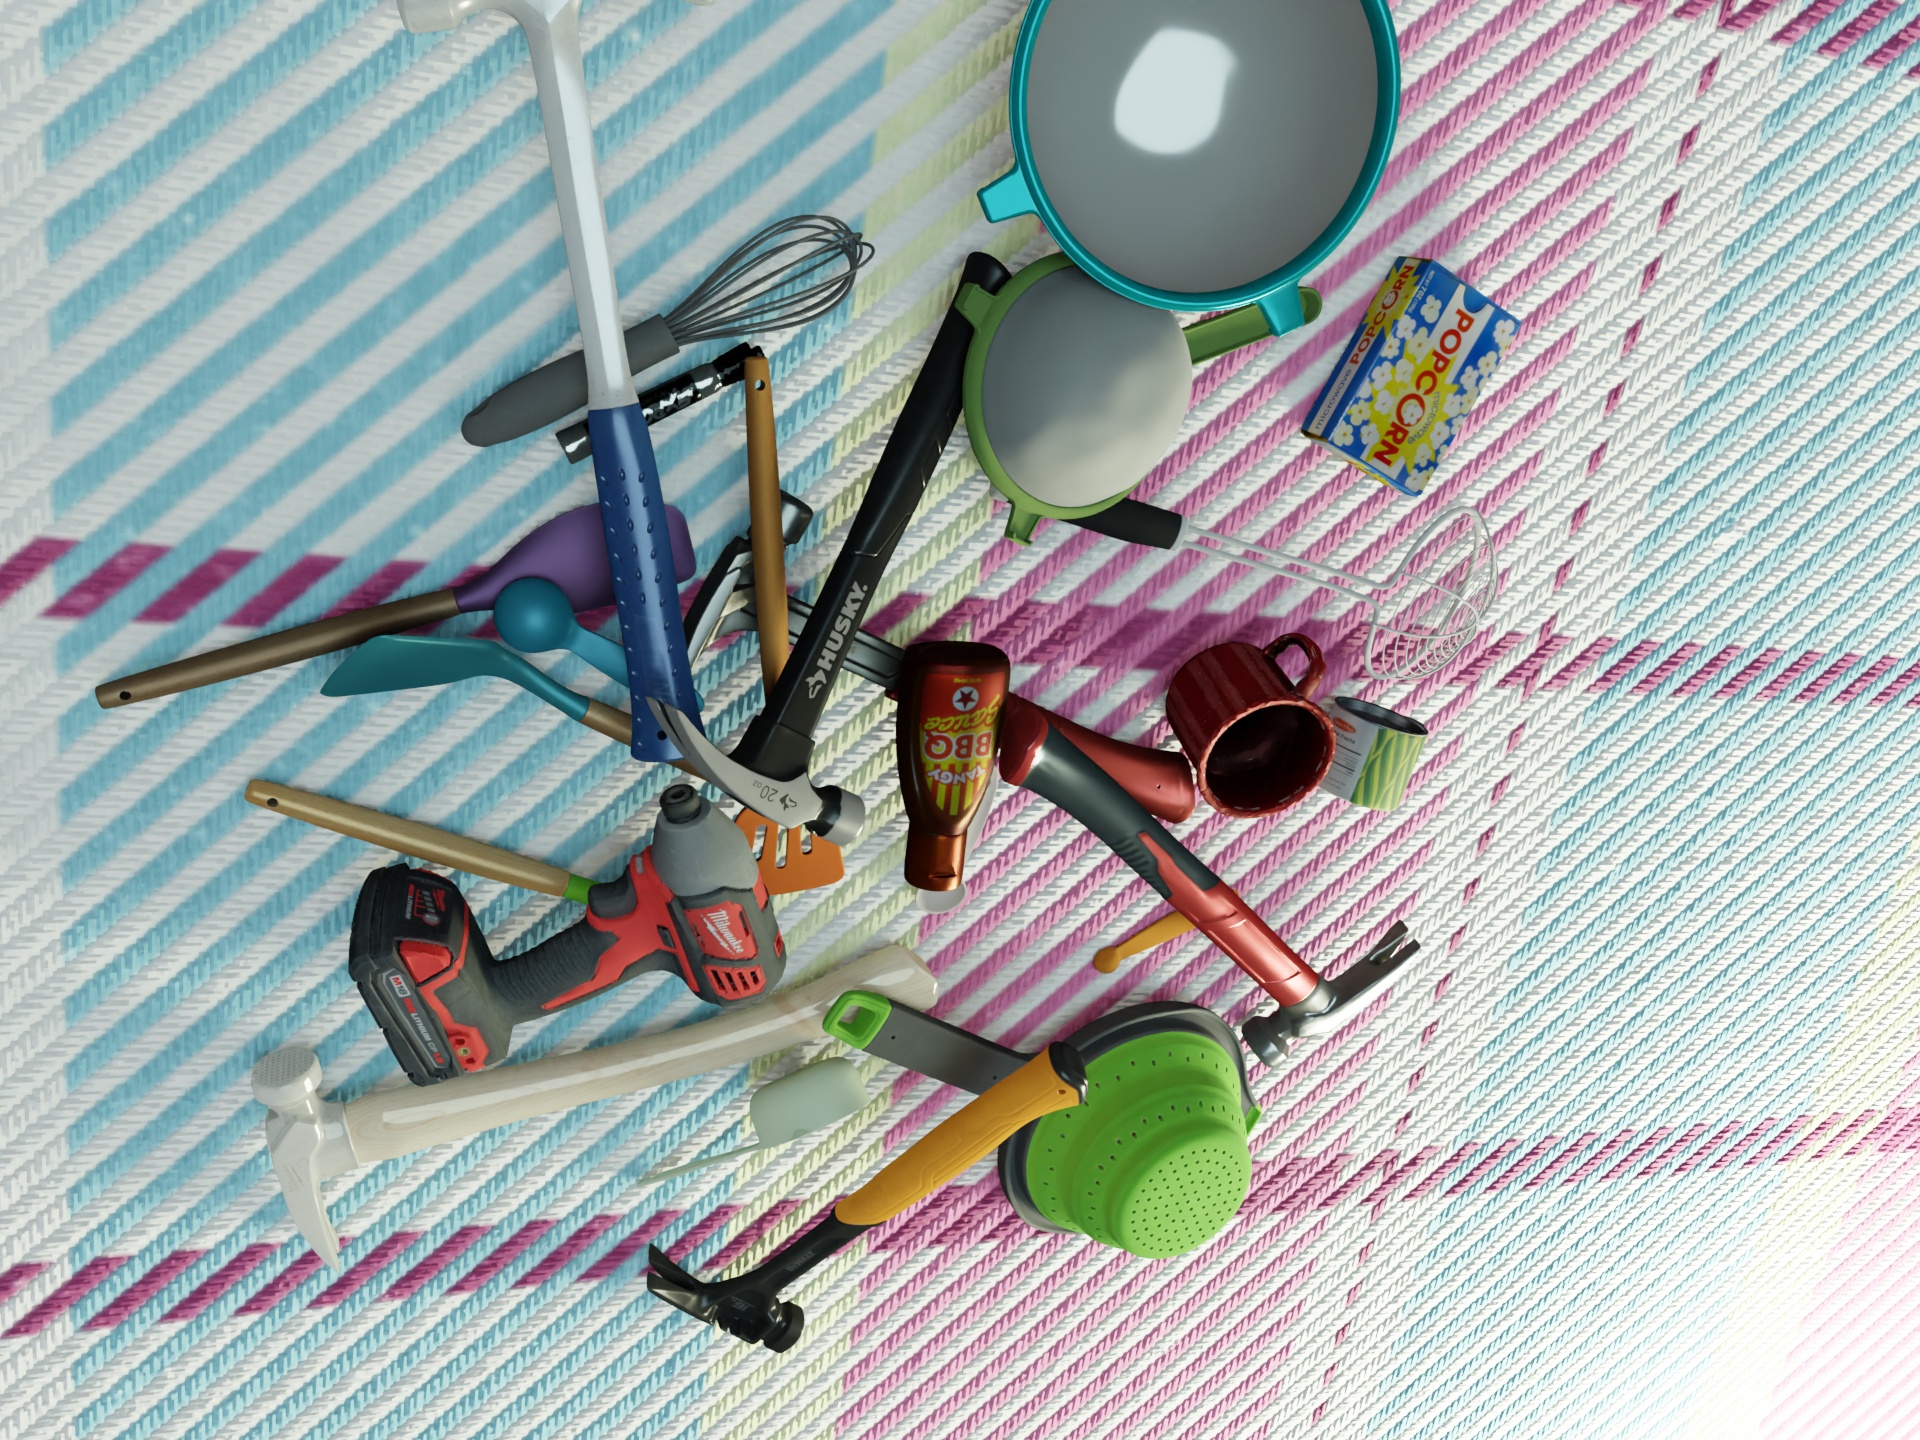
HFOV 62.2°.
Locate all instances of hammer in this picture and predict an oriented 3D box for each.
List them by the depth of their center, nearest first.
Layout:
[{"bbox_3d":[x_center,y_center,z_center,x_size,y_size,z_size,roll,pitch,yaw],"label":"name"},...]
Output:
[{"bbox_3d":[-0.172,-0.171,0.807,0.144,0.035,0.405,-8,112,-6],"label":"hammer"},{"bbox_3d":[-0.051,-0.105,0.877,0.146,0.035,0.335,29,83,-41],"label":"hammer"},{"bbox_3d":[-0.002,-0.003,0.985,0.358,0.037,0.149,25,101,-27],"label":"hammer"},{"bbox_3d":[-0.211,0.225,0.998,0.410,0.038,0.146,-12,116,-16],"label":"hammer"},{"bbox_3d":[-0.054,0.303,1.027,0.337,0.034,0.127,-40,121,22],"label":"hammer"},{"bbox_3d":[0.164,0.100,1.054,0.143,0.038,0.385,-40,126,11],"label":"hammer"}]

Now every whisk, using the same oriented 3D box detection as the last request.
[{"bbox_3d":[-0.154,-0.202,0.840,0.239,0.055,0.055,-28,118,-4],"label":"whisk"}]

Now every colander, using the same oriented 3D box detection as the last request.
[{"bbox_3d":[0.077,0.274,1.073,0.396,0.095,0.204,29,100,-34],"label":"colander"}]

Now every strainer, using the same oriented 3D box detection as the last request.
[{"bbox_3d":[0.143,-0.391,0.845,0.211,0.095,0.340,17,104,-16],"label":"strainer"},{"bbox_3d":[0.124,-0.203,0.907,0.256,0.069,0.151,-24,116,-24],"label":"strainer"}]

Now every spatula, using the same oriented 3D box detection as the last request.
[{"bbox_3d":[-0.298,-0.060,0.858,0.316,0.018,0.059,-18,117,-15],"label":"spatula"},{"bbox_3d":[-0.108,-0.042,0.899,0.081,0.041,0.322,-7,109,-16],"label":"spatula"},{"bbox_3d":[-0.196,0.014,0.911,0.317,0.044,0.082,26,143,-31],"label":"spatula"}]

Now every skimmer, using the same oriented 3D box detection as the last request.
[{"bbox_3d":[0.186,-0.112,1.017,0.363,0.090,0.127,14,113,-15],"label":"skimmer"}]

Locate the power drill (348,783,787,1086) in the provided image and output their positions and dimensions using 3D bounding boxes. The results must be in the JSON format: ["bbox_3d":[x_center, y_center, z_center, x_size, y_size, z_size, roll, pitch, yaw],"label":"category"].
[{"bbox_3d":[-0.218,0.116,0.895,0.219,0.079,0.143,-14,126,-3],"label":"power drill"}]

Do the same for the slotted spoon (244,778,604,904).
[{"bbox_3d":[-0.257,0.091,0.931,0.313,0.031,0.070,22,106,-26],"label":"slotted spoon"}]

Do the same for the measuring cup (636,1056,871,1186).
[{"bbox_3d":[-0.141,0.261,1.034,0.167,0.083,0.038,-22,84,8],"label":"measuring cup"}]

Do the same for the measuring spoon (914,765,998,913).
[{"bbox_3d":[-0.001,0.073,1.011,0.034,0.018,0.124,7,124,-21],"label":"measuring spoon"}]

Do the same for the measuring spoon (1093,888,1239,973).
[{"bbox_3d":[0.147,0.148,1.117,0.117,0.011,0.021,-25,118,-10],"label":"measuring spoon"}]

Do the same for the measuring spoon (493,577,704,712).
[{"bbox_3d":[-0.197,-0.034,0.876,0.128,0.021,0.042,30,99,-19],"label":"measuring spoon"}]
